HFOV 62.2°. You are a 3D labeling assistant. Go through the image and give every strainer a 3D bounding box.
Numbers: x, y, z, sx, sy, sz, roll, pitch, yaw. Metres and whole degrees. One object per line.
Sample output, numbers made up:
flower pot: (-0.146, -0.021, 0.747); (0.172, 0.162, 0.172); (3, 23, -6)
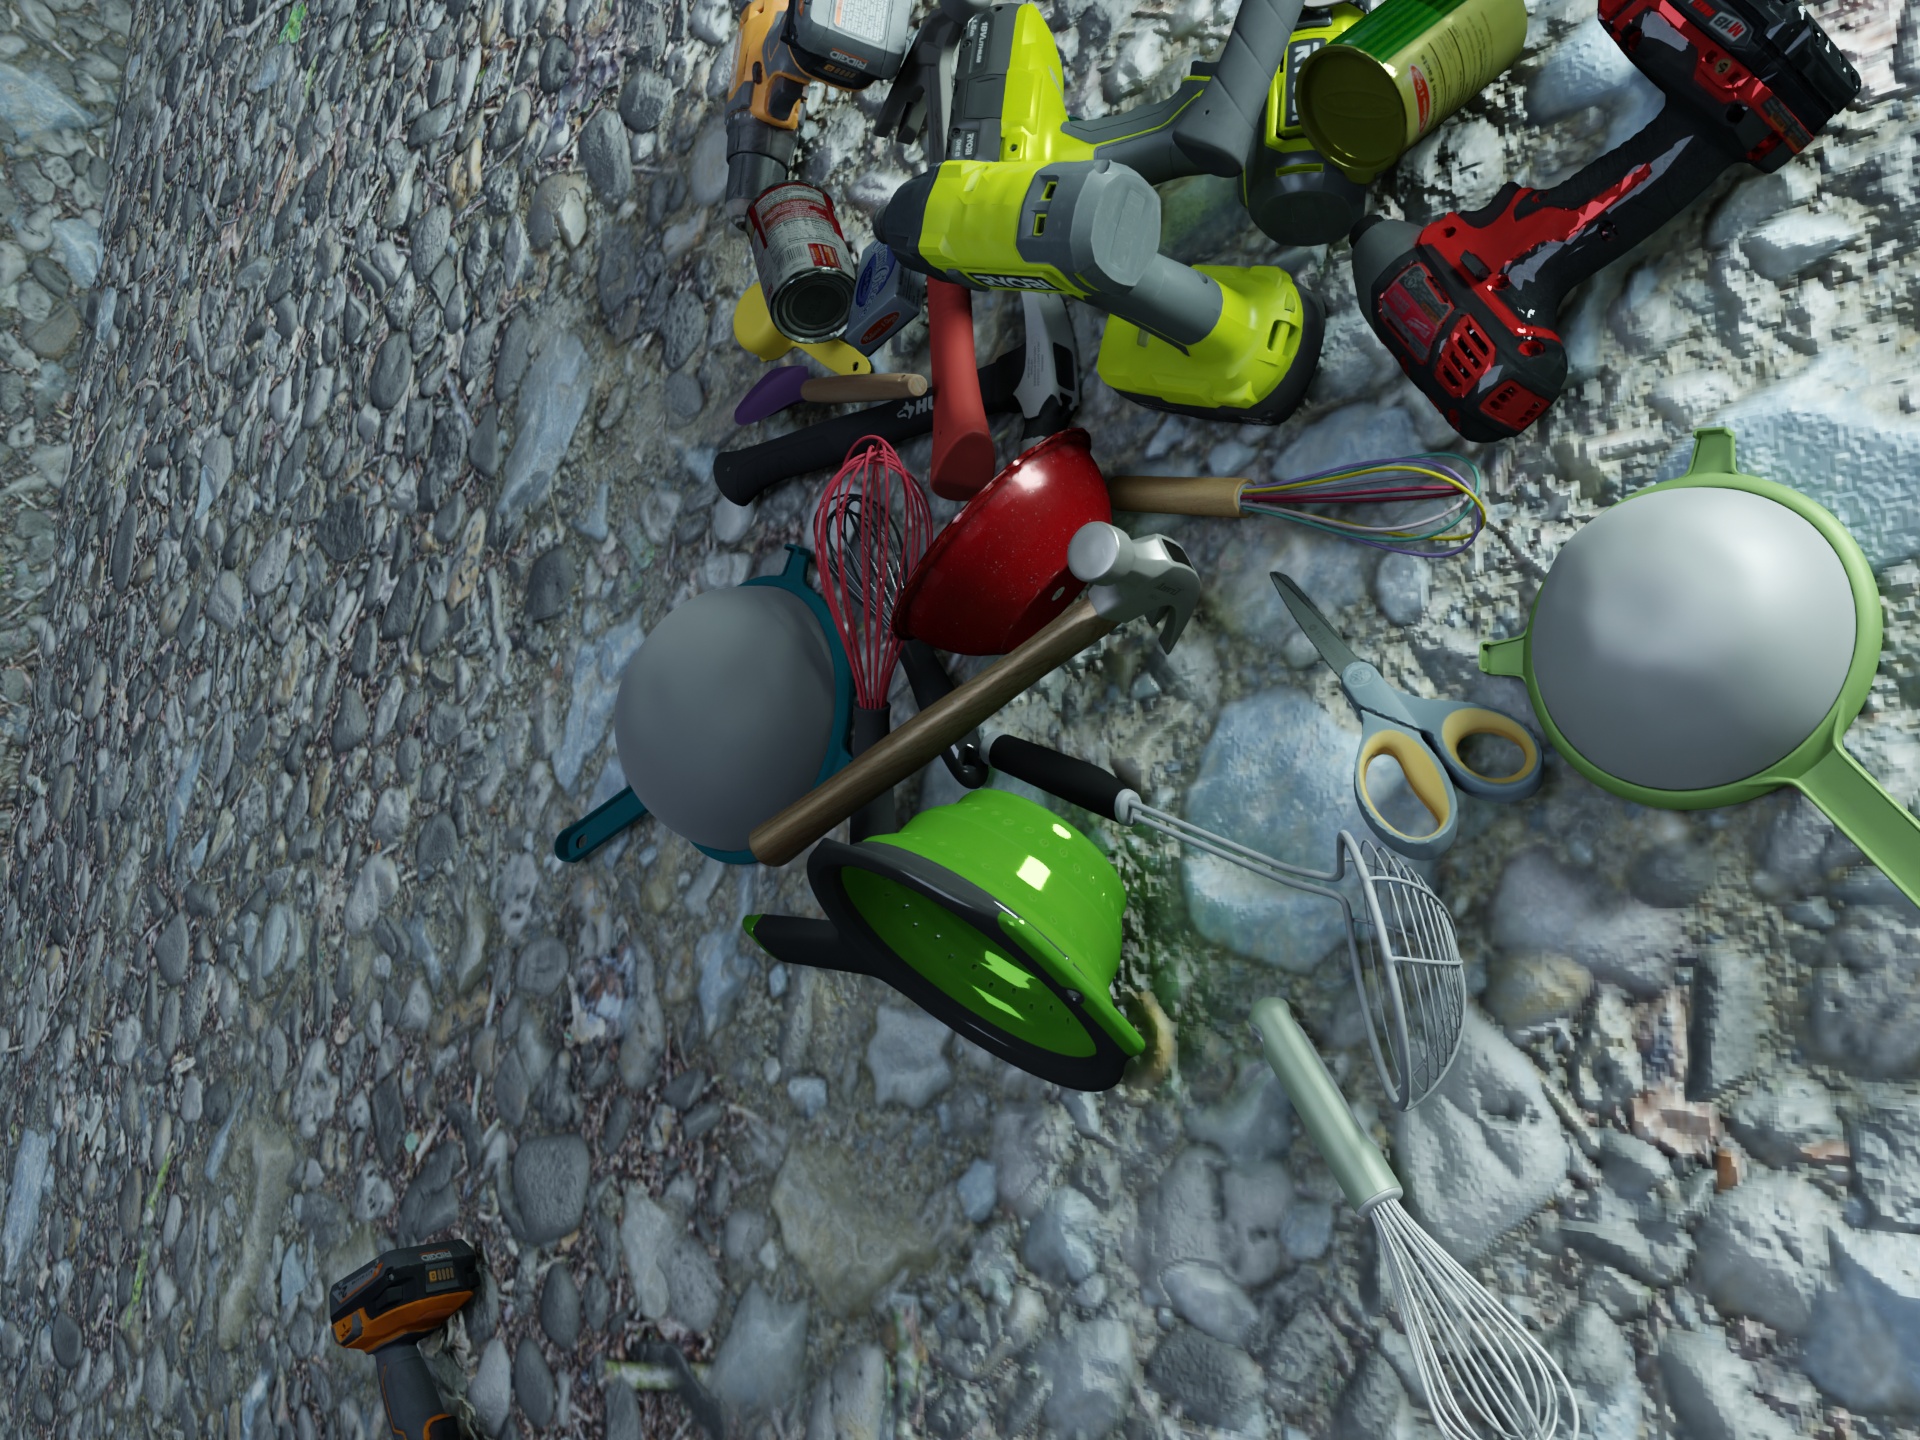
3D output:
strainer: (-0.223, 0.021, 1.156); (0.340, 0.095, 0.211); (-33, 60, 33)
strainer: (0.325, -0.003, 0.652); (0.151, 0.069, 0.257); (-50, 50, 24)

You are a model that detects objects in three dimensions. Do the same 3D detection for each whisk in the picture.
whisk: (-0.037, -0.055, 1.029); (0.055, 0.055, 0.239); (-43, 59, 29)
whisk: (0.201, 0.232, 0.742); (0.059, 0.057, 0.247); (-26, 54, -2)
whisk: (0.169, -0.121, 0.849); (0.245, 0.047, 0.051); (12, 90, 48)
whisk: (-0.054, -0.028, 0.983); (0.073, 0.073, 0.295); (21, 117, 44)

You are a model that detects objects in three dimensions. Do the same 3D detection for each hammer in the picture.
hammer: (-0.012, -0.292, 0.999); (0.149, 0.036, 0.359); (133, 139, -56)
hammer: (0.201, -0.458, 0.830); (0.149, 0.036, 0.409); (11, 73, 42)
hammer: (-0.001, -0.003, 0.913); (0.331, 0.130, 0.031); (-35, 65, 29)
hammer: (-0.056, -0.206, 1.089); (0.335, 0.035, 0.146); (-8, 76, 43)

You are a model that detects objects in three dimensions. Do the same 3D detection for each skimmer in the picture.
skimmer: (0.110, 0.078, 0.826); (0.364, 0.090, 0.127); (23, 136, 47)

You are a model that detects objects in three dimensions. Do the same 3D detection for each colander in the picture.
colander: (-0.019, 0.109, 0.940); (0.094, 0.204, 0.397); (-52, 22, -23)

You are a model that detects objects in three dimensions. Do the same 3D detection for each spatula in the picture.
spatula: (-0.093, -0.220, 1.067); (0.060, 0.018, 0.316); (-51, 26, -9)

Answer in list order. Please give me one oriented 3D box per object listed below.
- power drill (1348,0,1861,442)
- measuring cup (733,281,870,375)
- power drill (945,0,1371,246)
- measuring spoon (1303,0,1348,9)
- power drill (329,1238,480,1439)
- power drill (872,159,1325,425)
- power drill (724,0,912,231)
power drill: (0.283, -0.253, 0.748); (0.219, 0.078, 0.143); (-48, 52, 29)
measuring cup: (-0.118, -0.282, 1.168); (0.157, 0.029, 0.062); (37, 107, 42)
power drill: (0.117, -0.353, 0.887); (0.228, 0.080, 0.191); (0, 73, 20)
measuring spoon: (0.238, -0.390, 0.825); (0.124, 0.018, 0.034); (-18, 60, 9)
power drill: (-0.411, 0.530, 1.236); (0.164, 0.084, 0.227); (-35, 63, 32)
power drill: (0.074, -0.229, 0.835); (0.171, 0.223, 0.080); (19, 94, 44)
power drill: (-0.114, -0.467, 1.144); (0.226, 0.084, 0.185); (-3, 78, 64)
